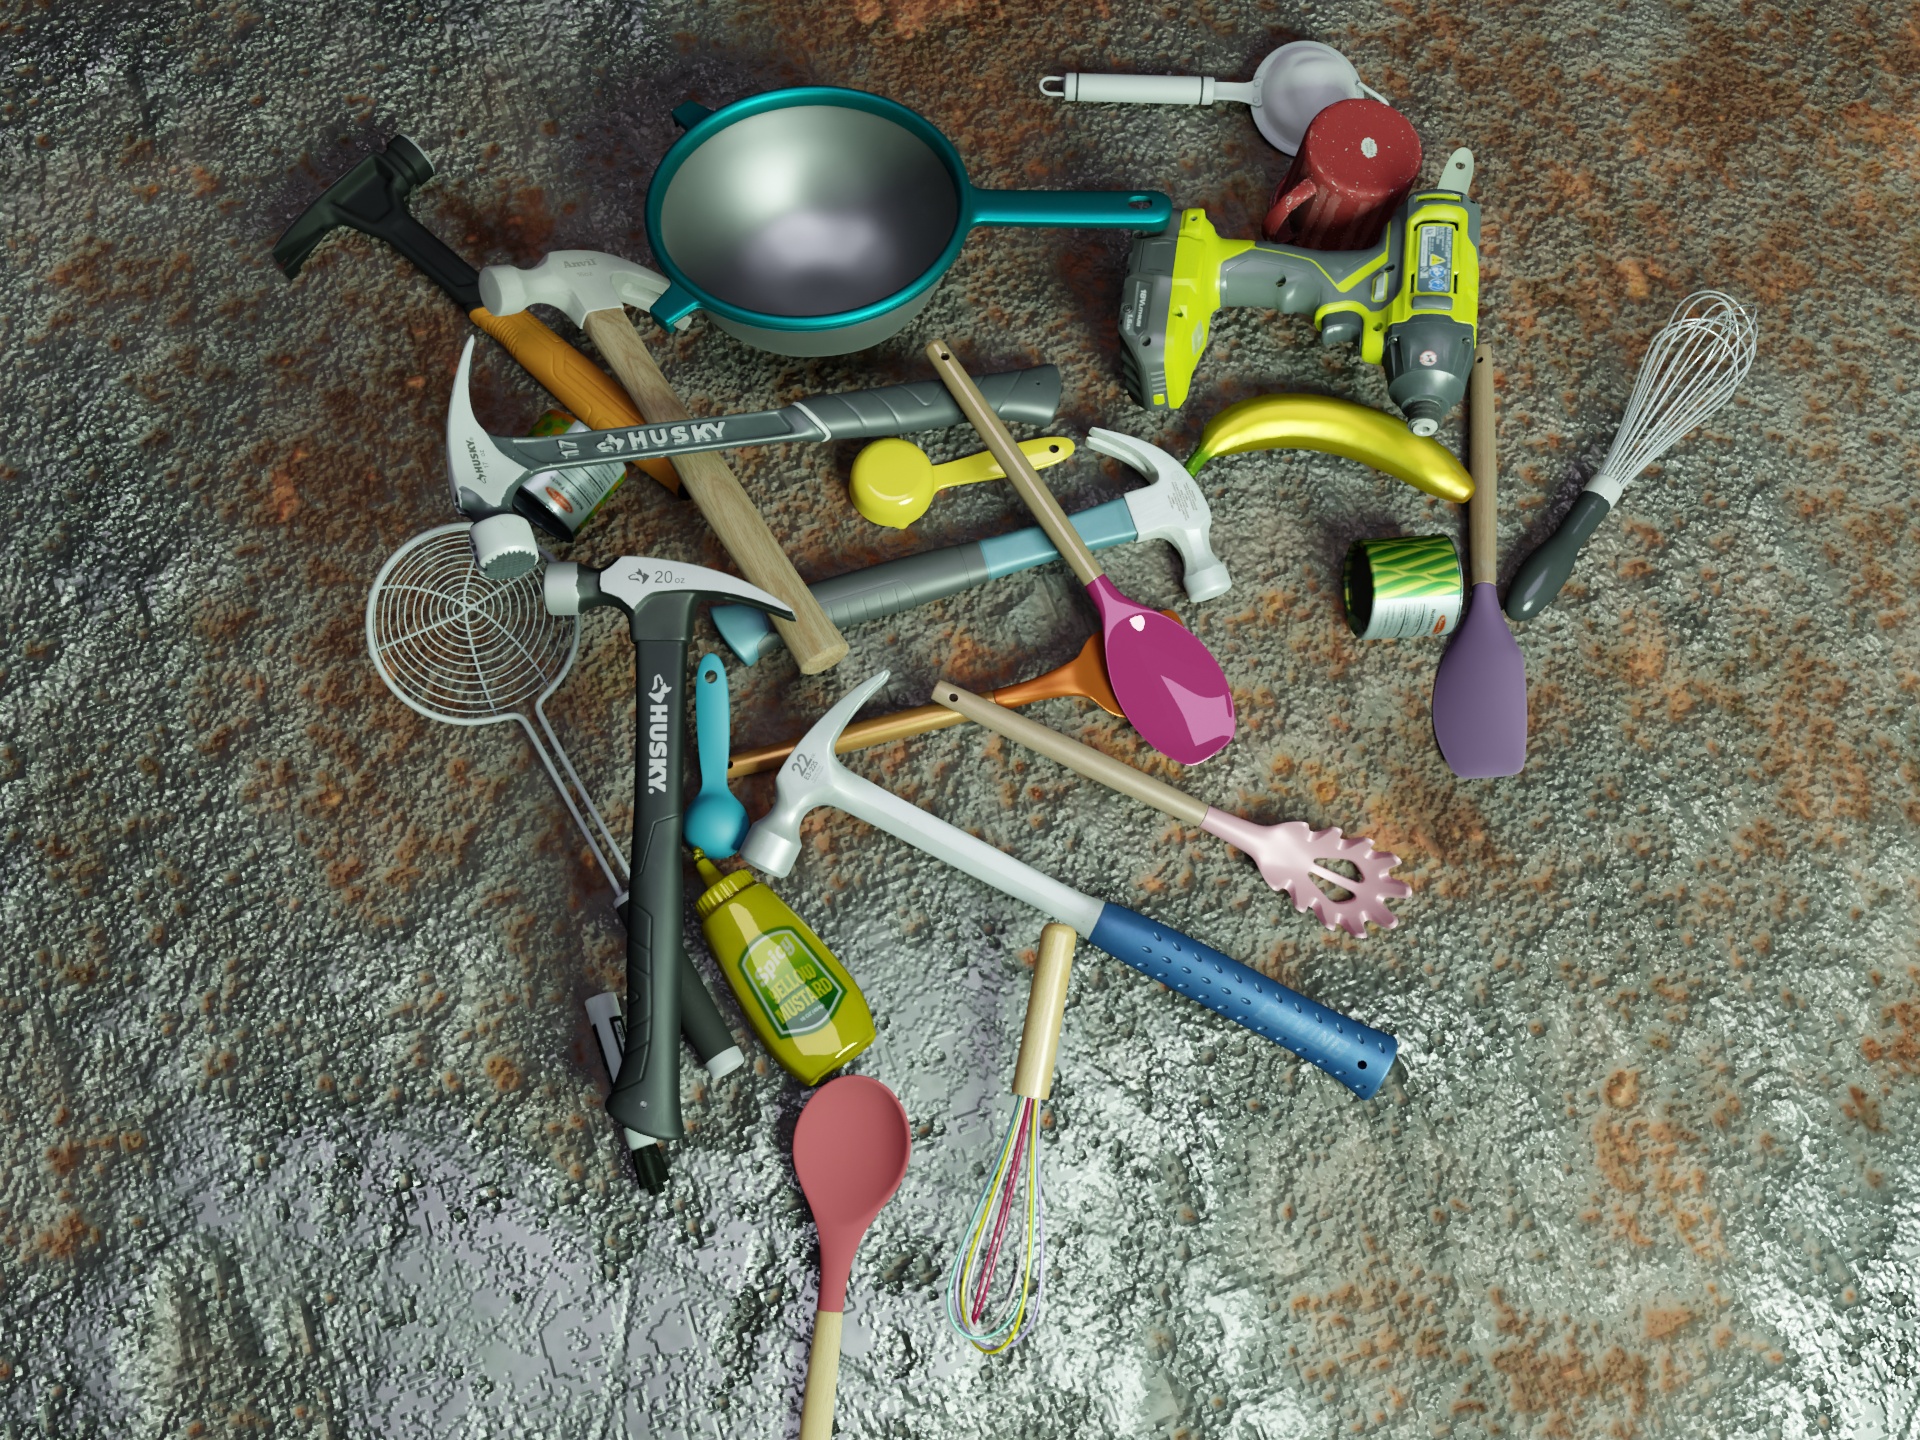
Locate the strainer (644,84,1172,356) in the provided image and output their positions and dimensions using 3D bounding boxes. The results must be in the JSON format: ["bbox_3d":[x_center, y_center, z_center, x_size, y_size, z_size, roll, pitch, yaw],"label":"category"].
[{"bbox_3d":[-0.034,-0.314,1.060,0.340,0.095,0.211,0,62,-1],"label":"strainer"}]

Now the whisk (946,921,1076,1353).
[{"bbox_3d":[0.033,0.238,0.919,0.051,0.047,0.245,13,80,-10],"label":"whisk"}]

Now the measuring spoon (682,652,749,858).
[{"bbox_3d":[-0.154,0.022,0.981,0.042,0.021,0.128,-2,91,2],"label":"measuring spoon"}]

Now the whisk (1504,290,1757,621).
[{"bbox_3d":[0.448,-0.178,1.071,0.070,0.070,0.284,37,80,8],"label":"whisk"}]

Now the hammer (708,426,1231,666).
[{"bbox_3d":[0.002,-0.099,1.033,0.331,0.033,0.128,-17,81,-6],"label":"hammer"}]

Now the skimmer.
[{"bbox_3d":[-0.231,0.049,0.952,0.127,0.090,0.363,-30,77,-11],"label":"skimmer"}]

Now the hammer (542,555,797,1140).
[{"bbox_3d":[-0.170,0.071,0.921,0.146,0.035,0.335,0,83,-2],"label":"hammer"}]

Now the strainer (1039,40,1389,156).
[{"bbox_3d":[0.186,-0.454,1.149,0.258,0.050,0.087,2,88,2],"label":"strainer"}]

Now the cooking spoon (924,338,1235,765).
[{"bbox_3d":[0.071,-0.110,1.012,0.069,0.017,0.319,-34,87,-9],"label":"cooking spoon"}]

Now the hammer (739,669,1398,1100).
[{"bbox_3d":[0.076,0.111,0.965,0.405,0.035,0.144,27,90,3],"label":"hammer"}]

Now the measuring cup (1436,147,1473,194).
[{"bbox_3d":[0.325,-0.324,1.112,0.083,0.038,0.168,22,75,2],"label":"measuring cup"}]

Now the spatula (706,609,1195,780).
[{"bbox_3d":[-0.002,-0.003,1.015,0.322,0.041,0.081,-14,75,-2],"label":"spatula"}]

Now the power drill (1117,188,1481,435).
[{"bbox_3d":[0.221,-0.264,1.039,0.223,0.080,0.171,4,67,14],"label":"power drill"}]

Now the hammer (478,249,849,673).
[{"bbox_3d":[-0.169,-0.170,1.009,0.130,0.031,0.331,-24,73,-39],"label":"hammer"}]

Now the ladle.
[{"bbox_3d":[-0.076,0.362,0.900,0.069,0.031,0.315,6,75,2],"label":"ladle"}]

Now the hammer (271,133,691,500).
[{"bbox_3d":[-0.302,-0.256,1.069,0.337,0.034,0.127,39,75,9],"label":"hammer"}]

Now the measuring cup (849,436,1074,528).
[{"bbox_3d":[0.002,-0.172,1.059,0.156,0.029,0.062,-14,75,-6],"label":"measuring cup"}]

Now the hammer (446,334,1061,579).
[{"bbox_3d":[-0.115,-0.188,0.993,0.409,0.036,0.149,-13,70,-26],"label":"hammer"}]

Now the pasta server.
[{"bbox_3d":[0.127,0.047,0.981,0.316,0.040,0.060,25,89,-1],"label":"pasta server"}]

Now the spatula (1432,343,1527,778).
[{"bbox_3d":[0.346,-0.112,1.059,0.060,0.018,0.316,-5,68,31],"label":"spatula"}]
